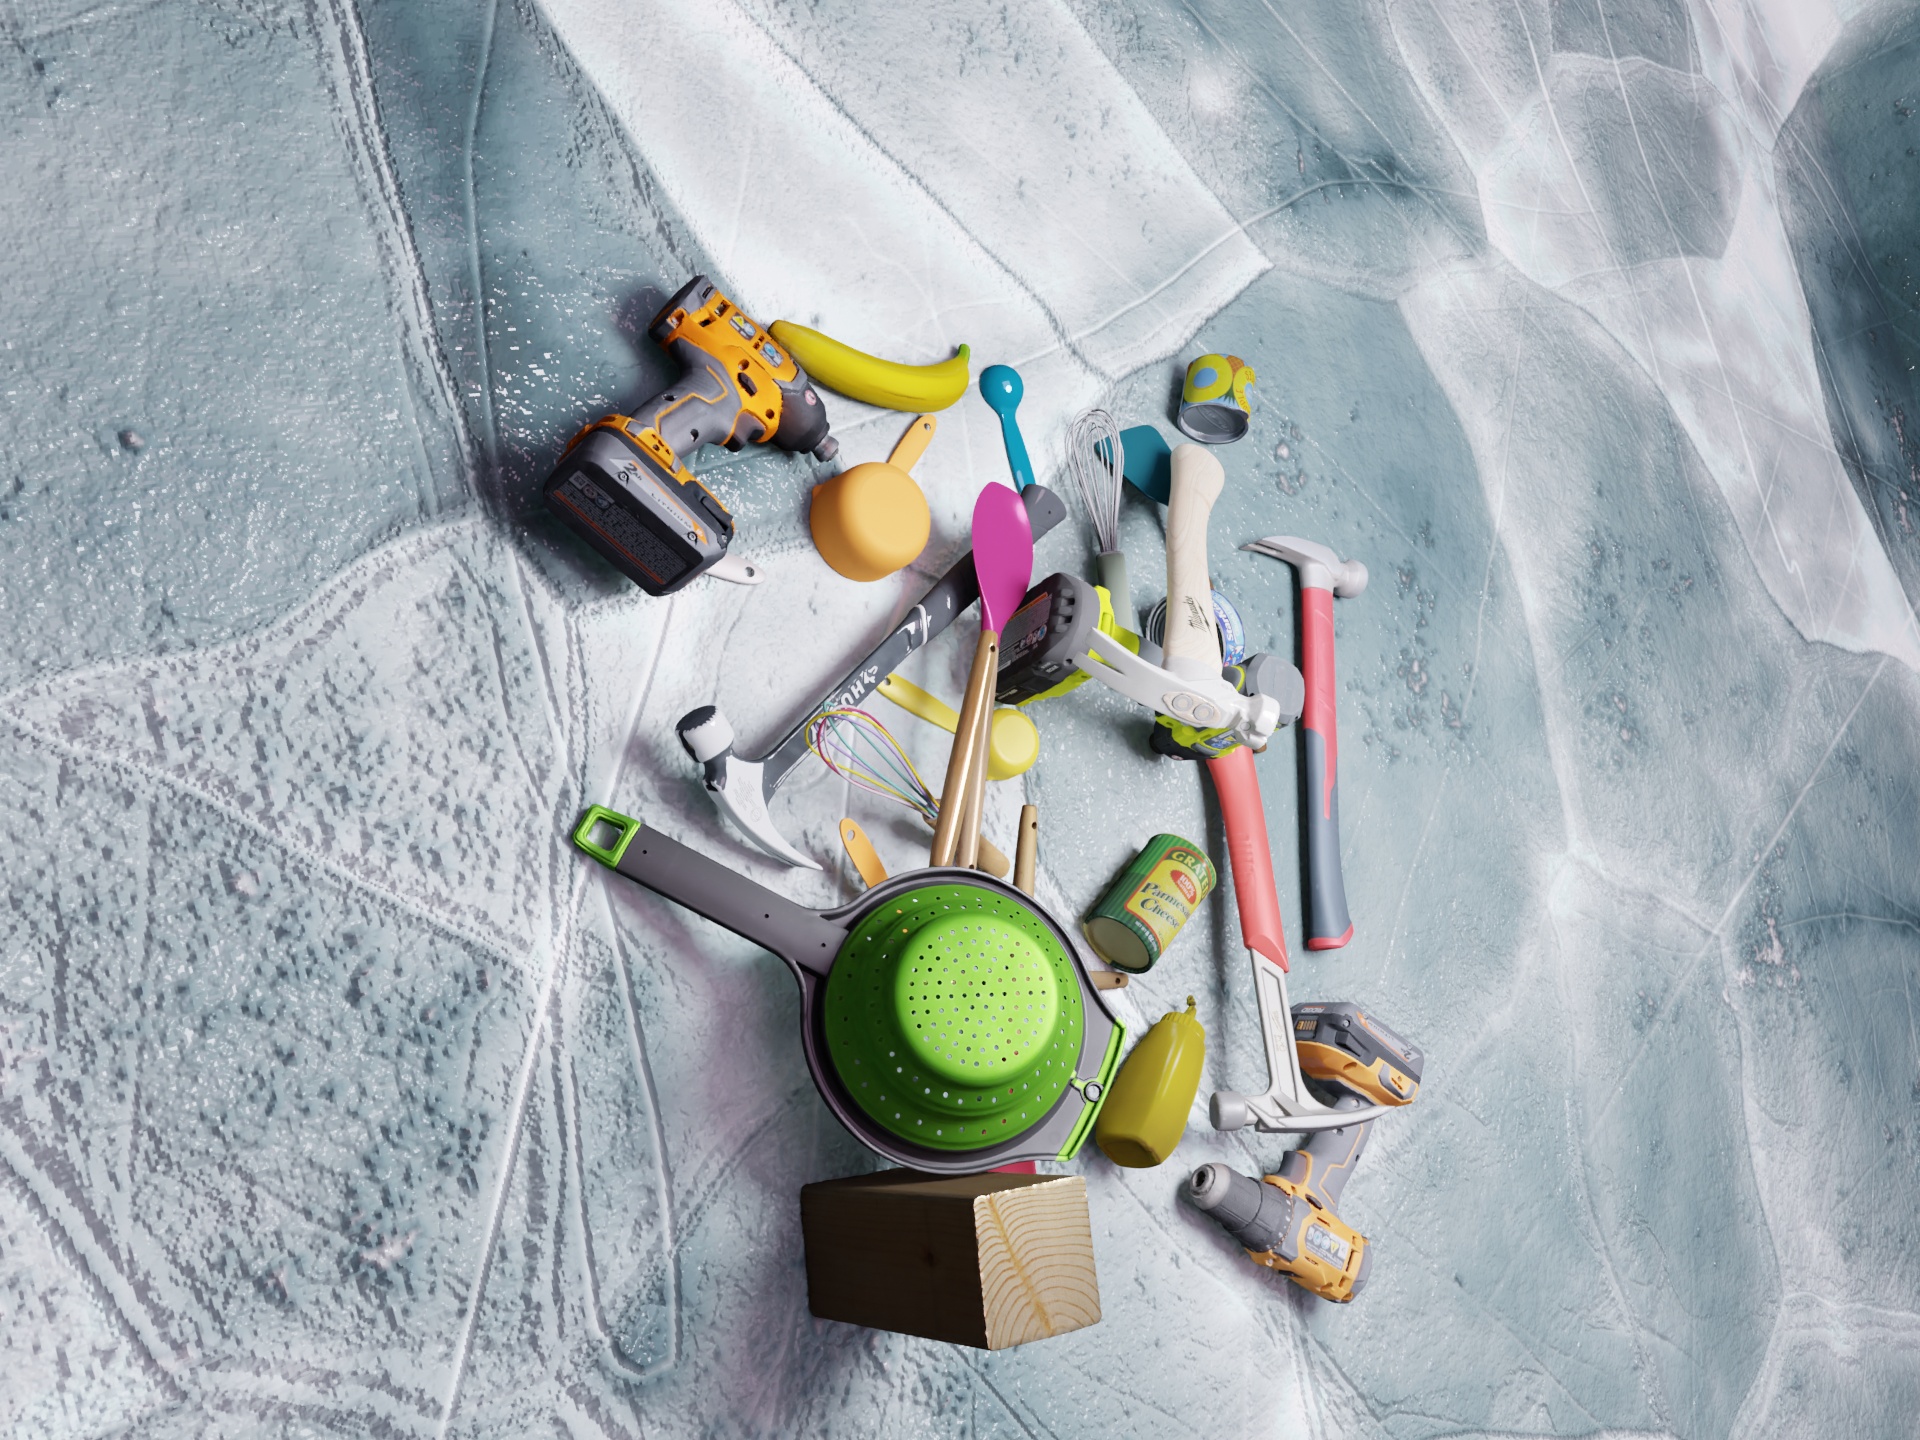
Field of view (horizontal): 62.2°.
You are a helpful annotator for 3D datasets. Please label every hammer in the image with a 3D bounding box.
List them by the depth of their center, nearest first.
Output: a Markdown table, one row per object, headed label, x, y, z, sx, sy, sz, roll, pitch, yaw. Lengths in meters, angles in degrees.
| label | x | y | z | sx | sy | sz | roll | pitch | yaw |
| --- | --- | --- | --- | --- | --- | --- | --- | --- | --- |
| hammer | -0.040 | -0.056 | 1.201 | 0.409 | 0.036 | 0.149 | -46 | 122 | -33 |
| hammer | 0.171 | -0.127 | 1.258 | 0.146 | 0.038 | 0.411 | 23 | 33 | -8 |
| hammer | 0.263 | 0.165 | 1.348 | 0.149 | 0.036 | 0.359 | 0 | 66 | -10 |
| hammer | 0.323 | 0.018 | 1.477 | 0.143 | 0.038 | 0.386 | 13 | 71 | -32 |

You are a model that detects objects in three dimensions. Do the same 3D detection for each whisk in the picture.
| label | x | y | z | sx | sy | sz | roll | pitch | yaw |
| --- | --- | --- | --- | --- | --- | --- | --- | --- | --- |
| whisk | -0.034 | 0.056 | 1.167 | 0.047 | 0.051 | 0.244 | -44 | 134 | 2 |
| whisk | 0.128 | -0.150 | 1.373 | 0.059 | 0.058 | 0.246 | -3 | 85 | -45 |

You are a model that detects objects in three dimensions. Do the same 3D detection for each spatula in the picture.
| label | x | y | z | sx | sy | sz | roll | pitch | yaw |
| --- | --- | --- | --- | --- | --- | --- | --- | --- | --- |
| spatula | 0.214 | -0.117 | 1.442 | 0.082 | 0.044 | 0.317 | -26 | 99 | -39 |

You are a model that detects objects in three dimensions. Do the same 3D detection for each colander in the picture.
| label | x | y | z | sx | sy | sz | roll | pitch | yaw |
| --- | --- | --- | --- | --- | --- | --- | --- | --- | --- |
| colander | -0.070 | 0.148 | 1.030 | 0.397 | 0.094 | 0.205 | 28 | 67 | -1 |

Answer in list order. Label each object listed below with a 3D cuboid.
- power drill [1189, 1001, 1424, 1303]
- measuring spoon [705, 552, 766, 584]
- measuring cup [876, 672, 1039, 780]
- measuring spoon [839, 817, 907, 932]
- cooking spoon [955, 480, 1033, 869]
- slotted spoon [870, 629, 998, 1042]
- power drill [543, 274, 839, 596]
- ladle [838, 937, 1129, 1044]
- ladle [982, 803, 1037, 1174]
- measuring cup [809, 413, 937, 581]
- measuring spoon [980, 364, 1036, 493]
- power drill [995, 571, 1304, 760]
| label | x | y | z | sx | sy | sz | roll | pitch | yaw |
| --- | --- | --- | --- | --- | --- | --- | --- | --- | --- |
| power drill | 0.291 | 0.351 | 1.345 | 0.185 | 0.084 | 0.226 | 35 | 64 | -23 |
| measuring spoon | -0.192 | -0.122 | 1.144 | 0.124 | 0.018 | 0.034 | 16 | 69 | -32 |
| measuring cup | -0.002 | -0.004 | 1.247 | 0.156 | 0.029 | 0.062 | 29 | 63 | -26 |
| measuring spoon | -0.064 | 0.117 | 1.163 | 0.021 | 0.011 | 0.116 | -48 | 124 | -34 |
| cooking spoon | 0.018 | -0.031 | 1.200 | 0.068 | 0.017 | 0.319 | 21 | 68 | -41 |
| slotted spoon | -0.011 | 0.080 | 1.134 | 0.070 | 0.031 | 0.314 | 28 | 67 | -42 |
| power drill | -0.177 | -0.195 | 1.124 | 0.164 | 0.084 | 0.227 | 41 | 47 | -21 |
| ladle | 0.016 | 0.199 | 1.194 | 0.320 | 0.062 | 0.078 | 7 | 89 | -38 |
| ladle | 0.039 | 0.220 | 1.181 | 0.069 | 0.031 | 0.315 | 5 | 90 | -47 |
| measuring cup | -0.048 | -0.187 | 1.245 | 0.095 | 0.052 | 0.174 | 42 | 60 | -21 |
| measuring spoon | 0.050 | -0.244 | 1.352 | 0.042 | 0.021 | 0.128 | -12 | 84 | -38 |
| power drill | 0.139 | -0.029 | 1.283 | 0.223 | 0.171 | 0.080 | 20 | 65 | -22 |
